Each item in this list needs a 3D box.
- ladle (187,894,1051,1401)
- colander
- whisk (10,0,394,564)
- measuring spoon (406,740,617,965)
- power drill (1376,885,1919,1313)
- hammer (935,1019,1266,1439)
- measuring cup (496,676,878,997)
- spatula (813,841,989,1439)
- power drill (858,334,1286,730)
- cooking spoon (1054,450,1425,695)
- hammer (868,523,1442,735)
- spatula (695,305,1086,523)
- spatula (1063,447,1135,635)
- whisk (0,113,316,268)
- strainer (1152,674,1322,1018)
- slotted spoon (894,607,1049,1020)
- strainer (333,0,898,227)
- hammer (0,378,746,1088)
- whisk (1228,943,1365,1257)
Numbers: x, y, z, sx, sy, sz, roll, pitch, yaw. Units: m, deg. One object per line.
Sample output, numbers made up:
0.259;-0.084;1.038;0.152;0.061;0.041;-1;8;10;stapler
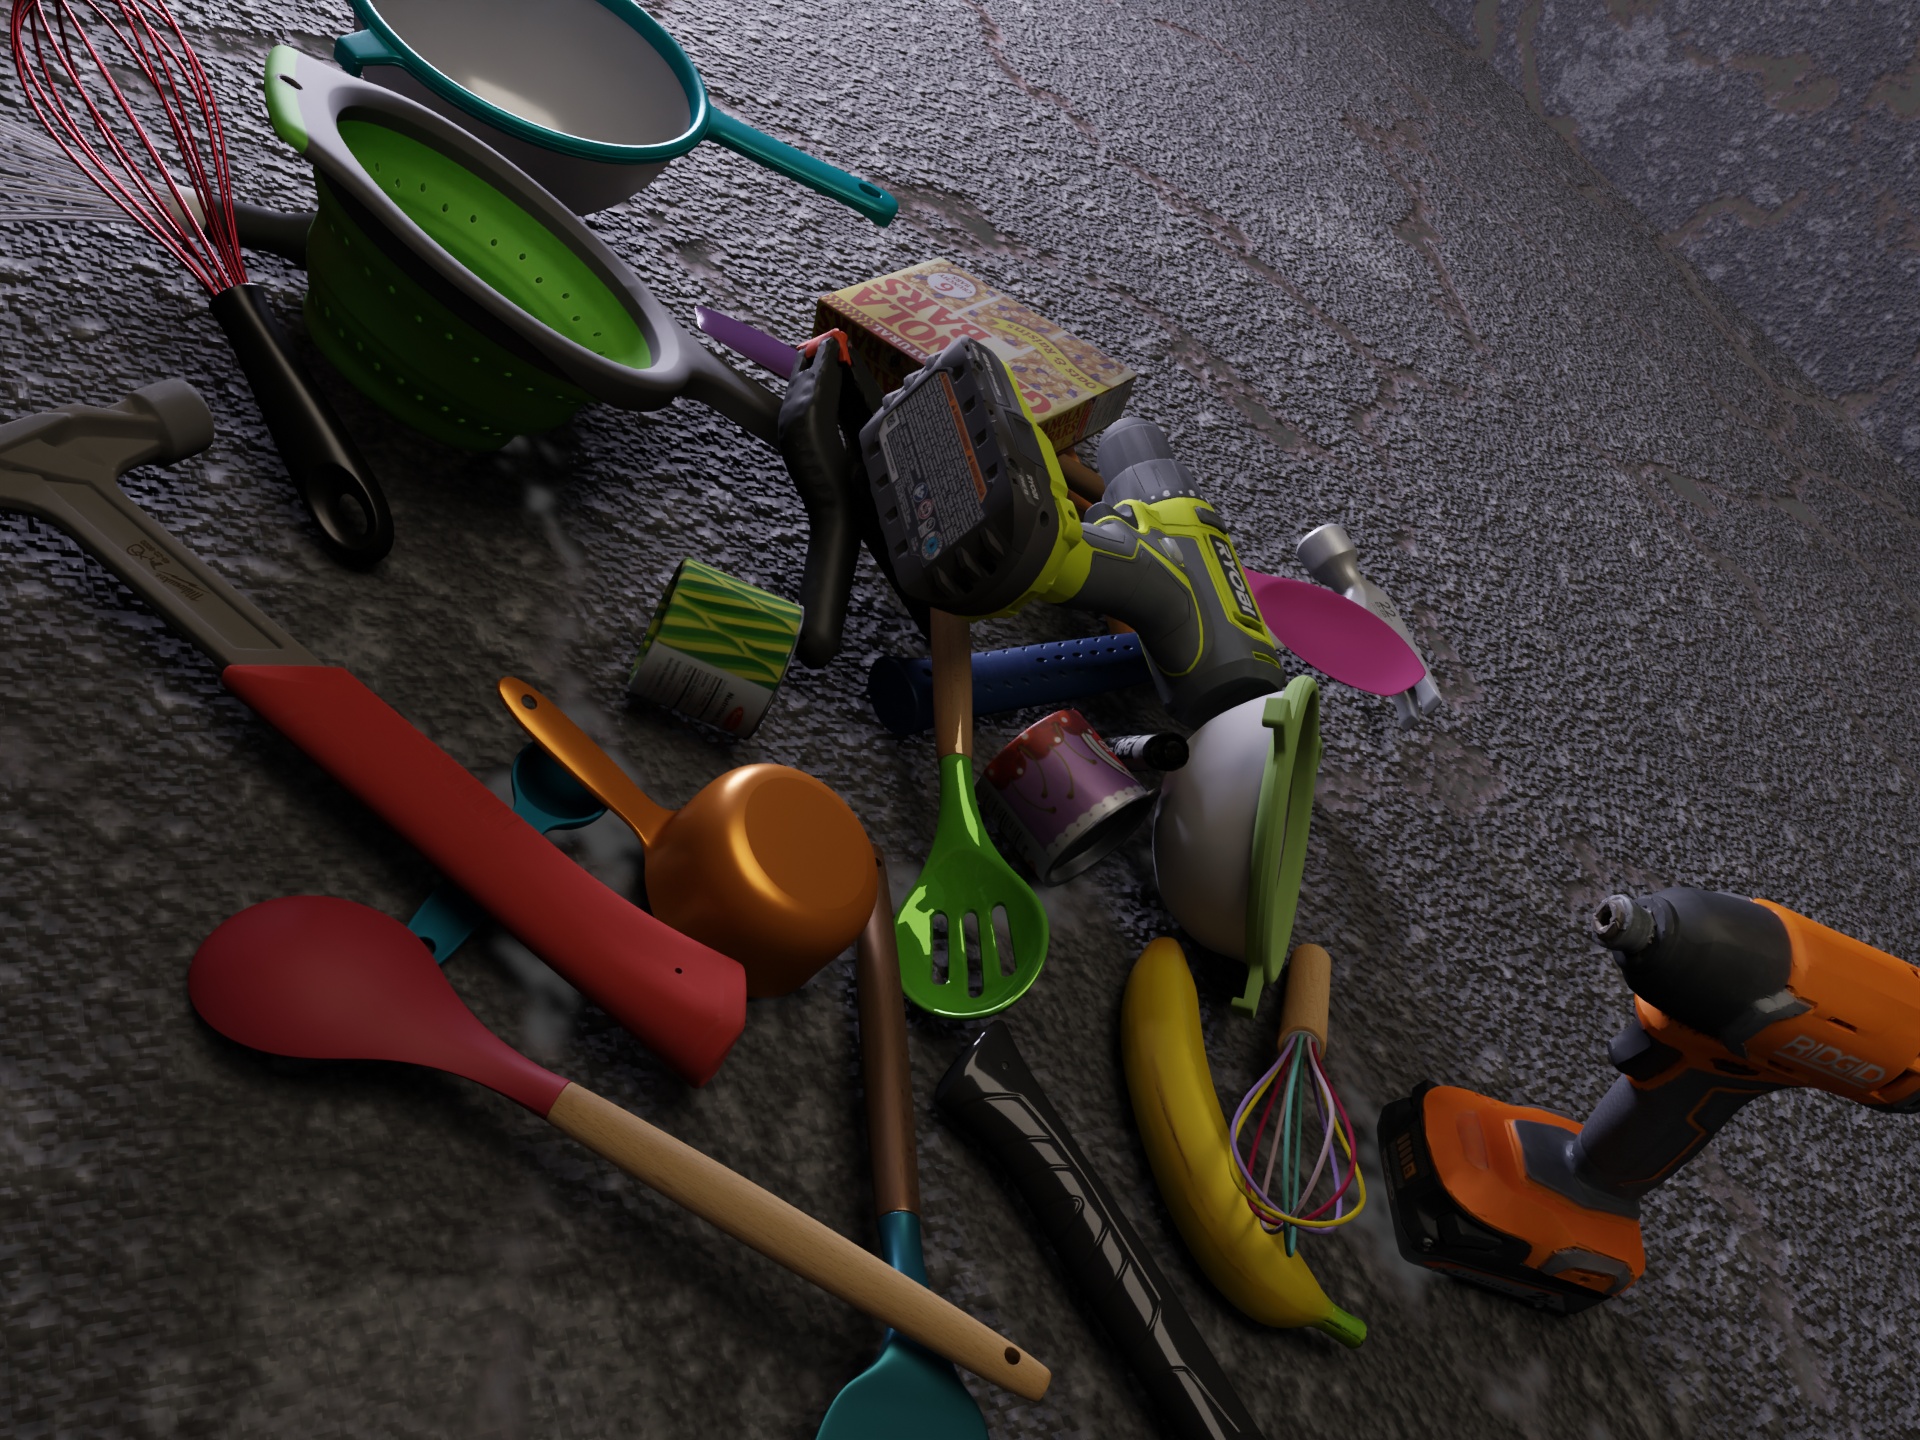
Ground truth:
-0.110;0.139;0.521;0.315;0.031;0.069;29;37;3;ladle
-0.179;-0.164;0.795;0.396;0.094;0.205;29;24;-40;colander
-0.321;-0.198;0.683;0.073;0.073;0.296;-28;89;-50;whisk
-0.177;0.055;0.611;0.042;0.021;0.129;33;46;-1;measuring spoon
0.279;0.157;0.676;0.164;0.226;0.084;23;39;-17;power drill
0.095;0.255;0.588;0.146;0.035;0.335;-11;57;-44;hammer
-0.105;0.032;0.627;0.173;0.052;0.095;44;36;-12;measuring cup
-0.031;0.168;0.589;0.082;0.044;0.318;17;37;-21;spatula
0.061;-0.104;0.806;0.228;0.080;0.191;17;46;-44;power drill
0.132;-0.101;0.925;0.069;0.017;0.319;-26;50;-35;cooking spoon
0.124;-0.035;0.899;0.405;0.035;0.144;-11;62;-39;hammer
-0.009;-0.153;0.898;0.315;0.018;0.060;25;24;-25;spatula
0.065;-0.153;1.016;0.081;0.041;0.323;9;49;-29;spatula
-0.392;-0.243;0.731;0.284;0.070;0.070;2;48;-43;whisk
0.147;0.039;0.825;0.069;0.151;0.256;7;13;16;strainer
-0.001;-0.002;0.743;0.070;0.031;0.314;-7;57;6;slotted spoon
-0.205;-0.345;0.954;0.340;0.095;0.211;17;43;-26;strainer
-0.226;0.011;0.578;0.359;0.036;0.149;39;45;7;hammer
0.152;0.155;0.695;0.245;0.047;0.051;-46;120;-69;whisk
